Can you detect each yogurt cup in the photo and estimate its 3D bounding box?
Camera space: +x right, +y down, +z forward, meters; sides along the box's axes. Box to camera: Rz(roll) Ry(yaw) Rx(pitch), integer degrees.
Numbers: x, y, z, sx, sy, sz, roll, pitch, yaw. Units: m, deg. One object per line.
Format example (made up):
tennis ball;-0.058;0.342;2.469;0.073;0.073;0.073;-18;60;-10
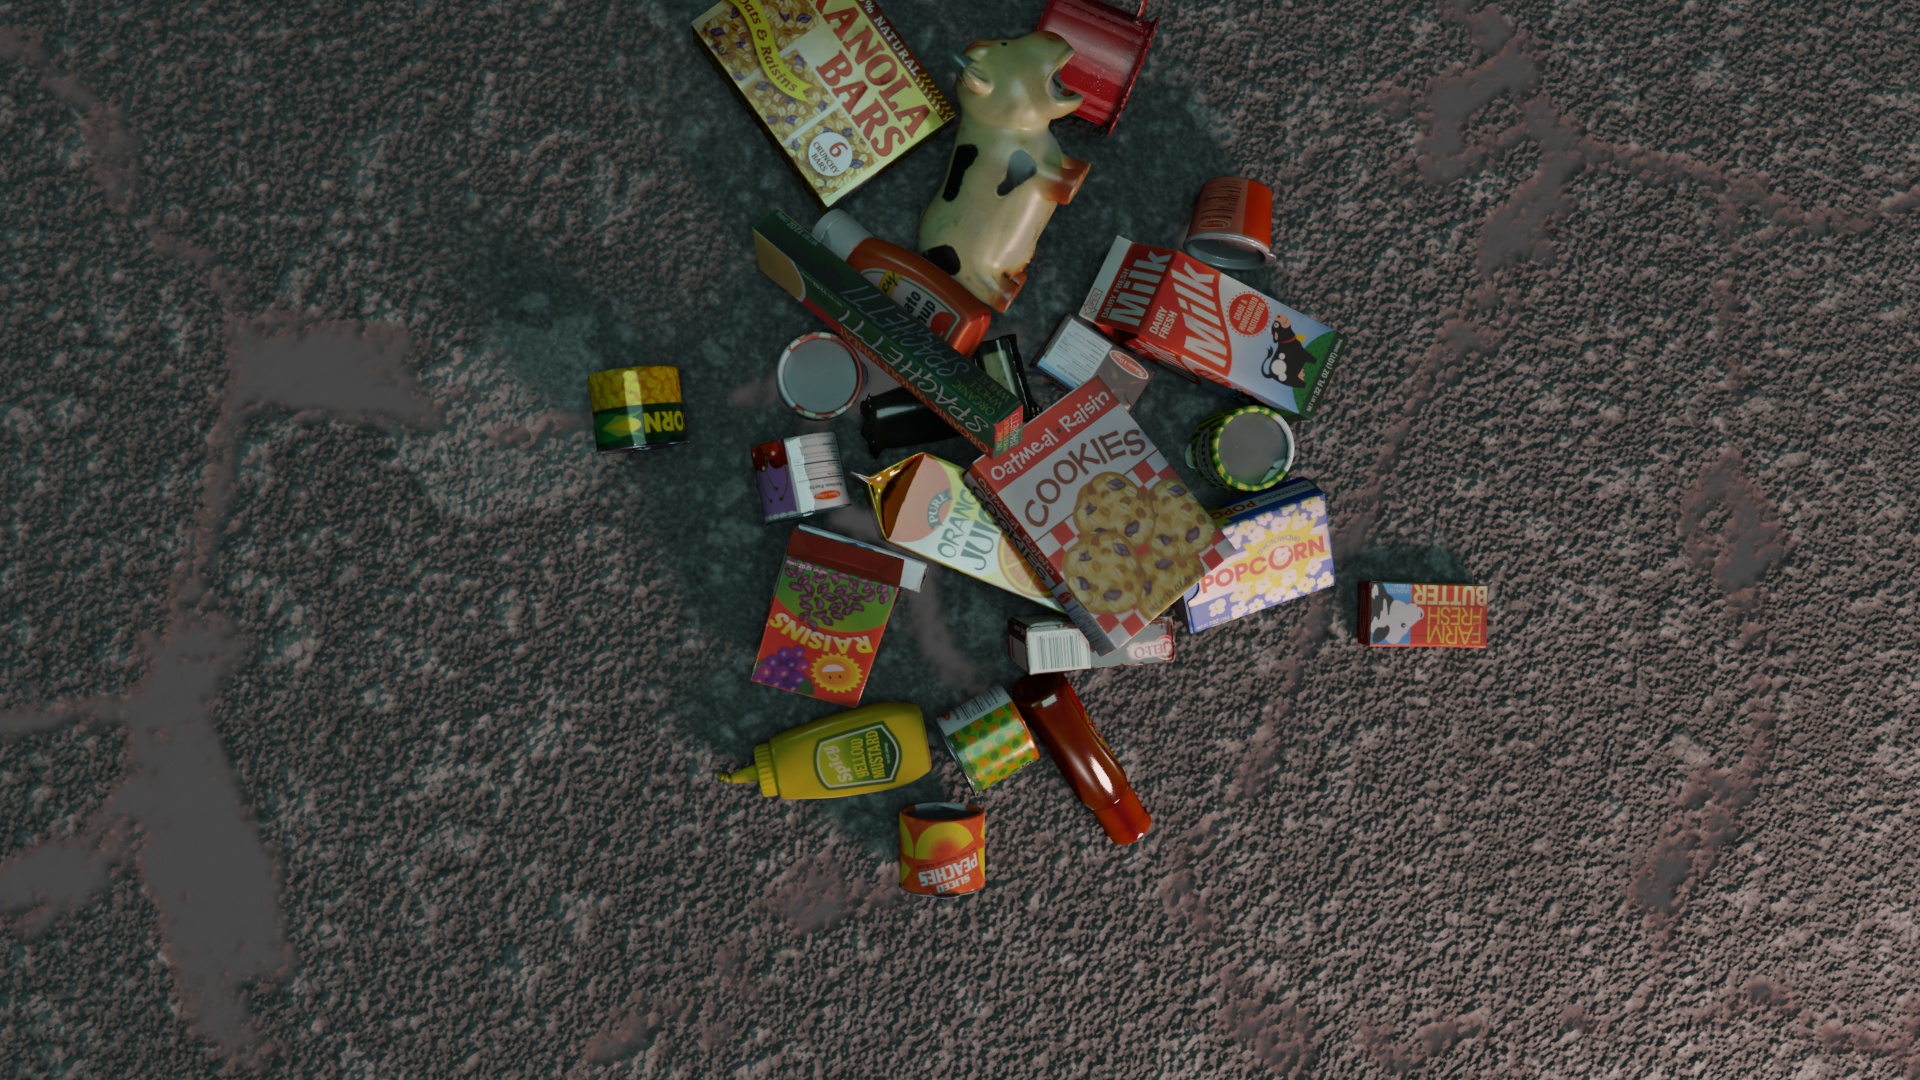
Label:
yogurt cup;0.210;-0.247;1.077;0.072;0.072;0.054;12;82;-8

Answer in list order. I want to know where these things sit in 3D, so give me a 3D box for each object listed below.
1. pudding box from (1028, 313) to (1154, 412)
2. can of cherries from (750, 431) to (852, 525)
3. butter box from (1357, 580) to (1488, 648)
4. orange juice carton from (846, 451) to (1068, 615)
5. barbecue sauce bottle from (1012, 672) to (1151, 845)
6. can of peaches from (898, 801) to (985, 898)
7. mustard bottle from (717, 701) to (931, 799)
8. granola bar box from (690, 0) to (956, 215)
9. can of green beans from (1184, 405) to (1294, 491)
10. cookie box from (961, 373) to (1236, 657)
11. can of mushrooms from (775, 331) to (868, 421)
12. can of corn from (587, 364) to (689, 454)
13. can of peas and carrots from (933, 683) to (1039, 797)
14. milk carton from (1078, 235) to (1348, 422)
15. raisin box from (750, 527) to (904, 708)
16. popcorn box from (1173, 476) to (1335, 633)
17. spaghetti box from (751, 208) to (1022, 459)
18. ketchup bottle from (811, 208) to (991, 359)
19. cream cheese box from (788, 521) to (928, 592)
pudding box;0.102;-0.133;1.081;0.084;0.030;0.049;33;86;-8
can of cherries;-0.121;-0.046;1.036;0.071;0.071;0.058;-13;90;-7
butter box;0.376;0.060;1.127;0.103;0.024;0.053;2;91;-8
orange juice carton;0.004;-0.013;1.051;0.193;0.072;0.073;22;88;-8
barbecue sauce bottle;0.096;0.169;1.075;0.044;0.065;0.148;-34;105;-3
can of peaches;-0.014;0.234;1.056;0.071;0.071;0.058;0;91;-8
mustard bottle;-0.104;0.166;1.053;0.160;0.049;0.065;-12;95;-7
granola bar box;-0.102;-0.348;1.043;0.124;0.039;0.165;-37;96;-6
can of green beans;0.220;-0.071;1.085;0.071;0.058;0.071;0;92;-7
cookie box;0.100;-0.020;1.008;0.123;0.040;0.167;-37;86;-20
can of mushrooms;-0.104;-0.124;1.052;0.071;0.033;0.071;0;91;-7
can of corn;-0.235;-0.096;1.017;0.071;0.071;0.058;-7;92;-7
can of peas and carrots;0.021;0.153;1.061;0.059;0.071;0.071;-29;95;-6
milk carton;0.190;-0.162;1.071;0.190;0.073;0.072;26;88;-7
raisin box;-0.100;0.059;1.025;0.086;0.040;0.122;15;124;-8
popcorn box;0.225;0.011;1.083;0.127;0.038;0.085;-19;119;-7
spaghetti box;-0.055;-0.150;0.996;0.250;0.050;0.029;41;69;19
ketchup bottle;-0.048;-0.189;1.031;0.149;0.044;0.064;42;127;15
cream cheese box;-0.078;0.011;1.049;0.104;0.053;0.024;18;91;-8
